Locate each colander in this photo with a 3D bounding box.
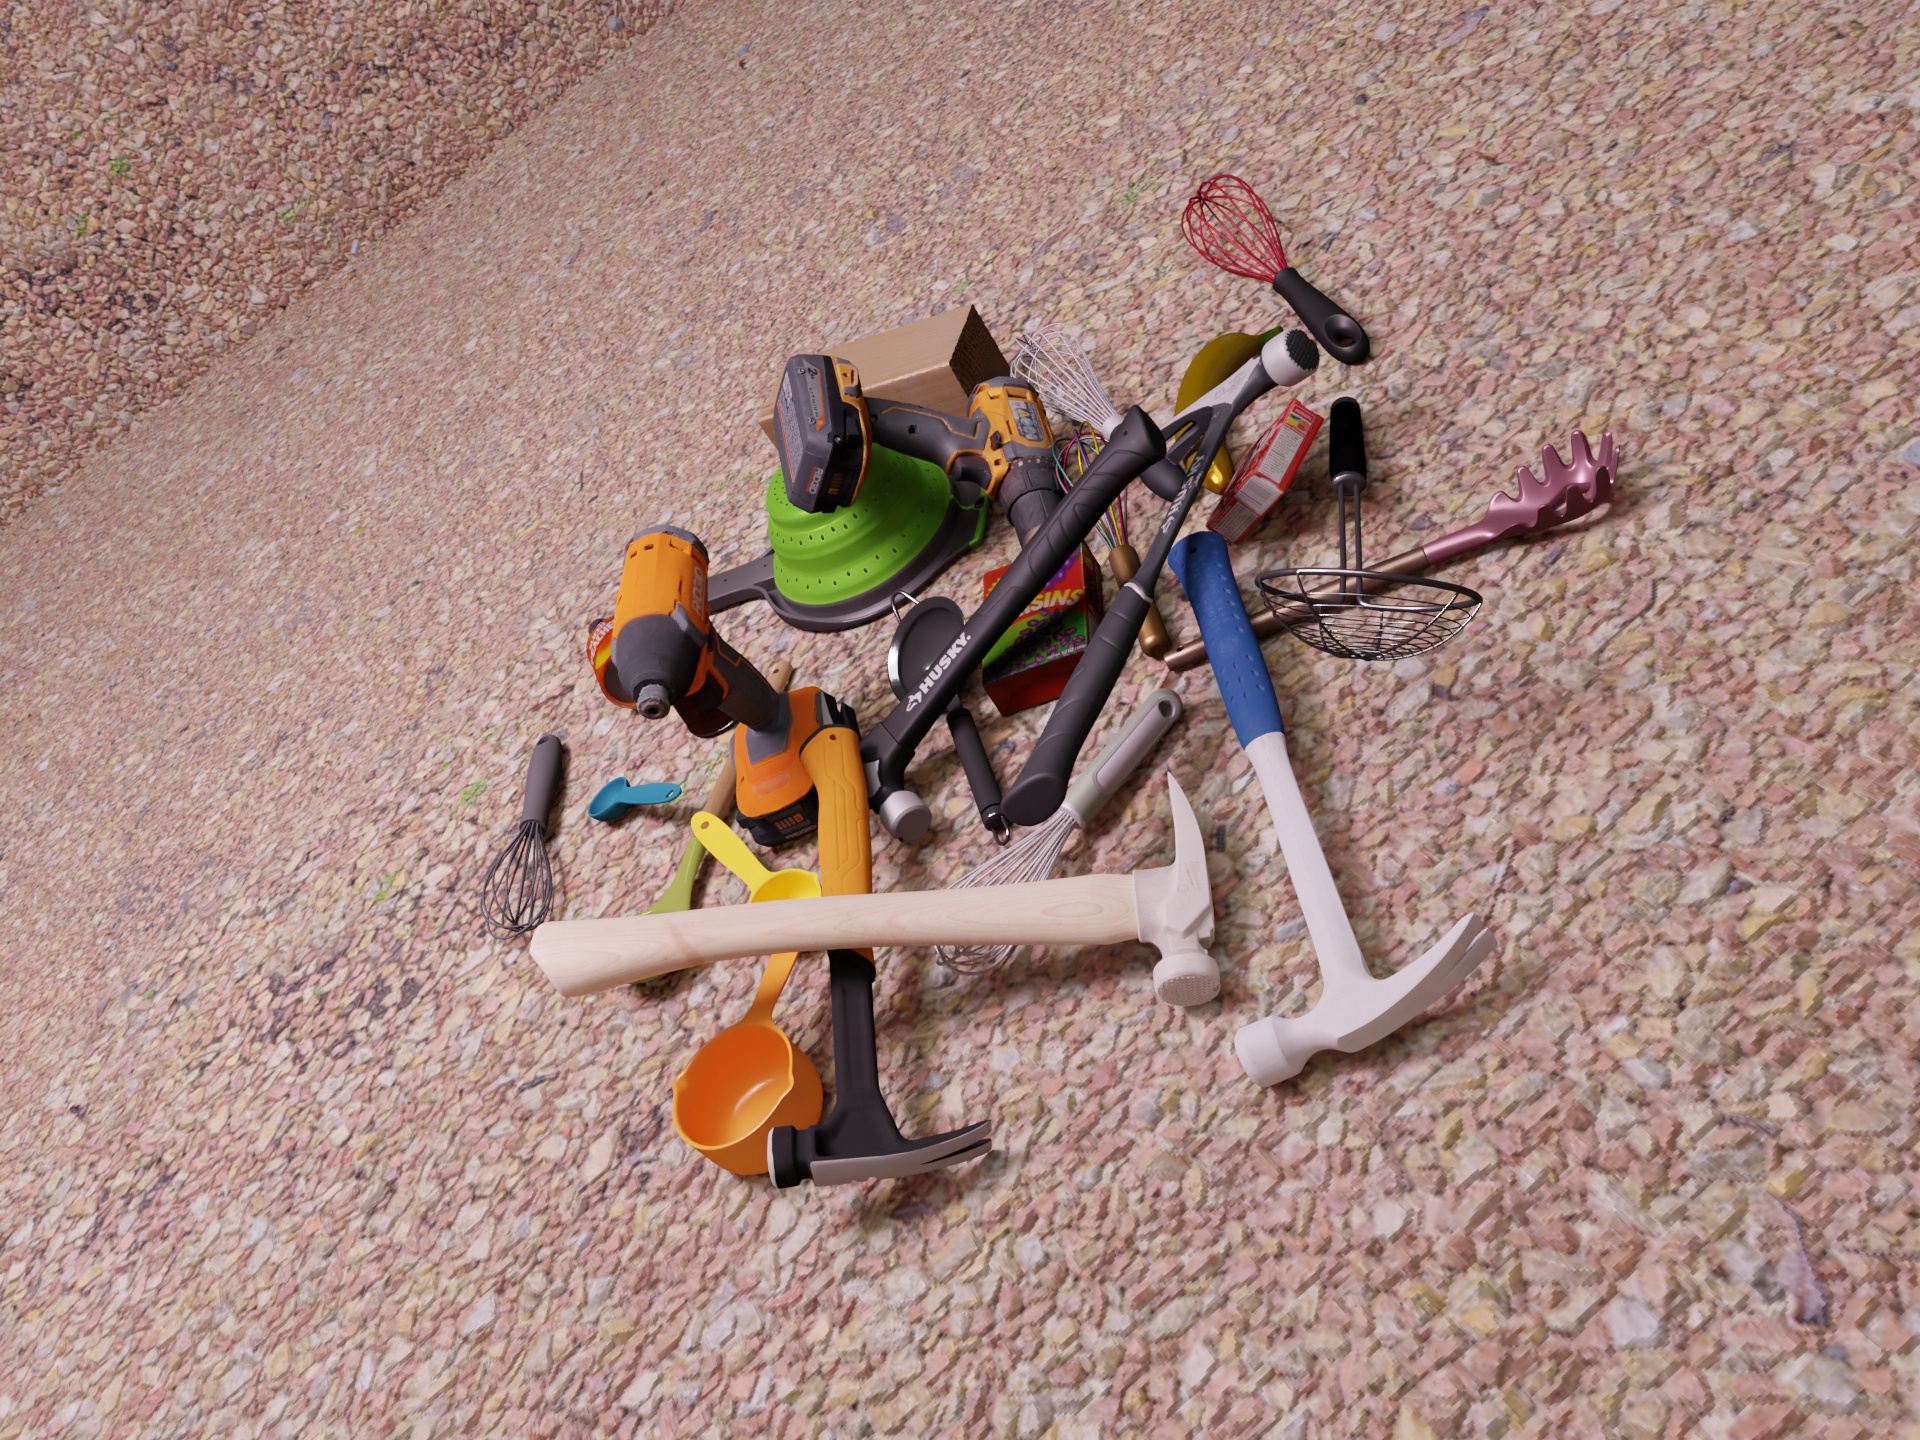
[{"bbox_3d":[-0.170,-0.159,1.384,0.397,0.094,0.205,-17,43,22],"label":"colander"}]

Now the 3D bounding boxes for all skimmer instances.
[{"bbox_3d":[0.256,-0.148,1.020,0.127,0.090,0.364,6,37,8],"label":"skimmer"}]

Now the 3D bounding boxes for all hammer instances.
[{"bbox_3d":[-0.062,0.131,1.003,0.127,0.034,0.337,-7,47,-2],"label":"hammer"},{"bbox_3d":[-0.056,0.114,0.962,0.410,0.038,0.146,-5,50,6],"label":"hammer"},{"bbox_3d":[0.120,-0.096,1.055,0.149,0.036,0.409,-28,28,54],"label":"hammer"},{"bbox_3d":[0.192,0.020,0.961,0.144,0.035,0.406,-29,41,19],"label":"hammer"},{"bbox_3d":[0.026,-0.081,1.115,0.335,0.035,0.146,-51,44,8],"label":"hammer"}]

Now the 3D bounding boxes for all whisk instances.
[{"bbox_3d":[0.260,-0.373,1.320,0.073,0.073,0.296,-32,46,6],"label":"whisk"},{"bbox_3d":[0.114,-0.141,1.184,0.047,0.051,0.245,-51,37,35],"label":"whisk"},{"bbox_3d":[0.066,0.067,1.025,0.246,0.057,0.059,-47,10,-20],"label":"whisk"},{"bbox_3d":[-0.355,0.090,1.314,0.055,0.055,0.239,-25,36,14],"label":"whisk"},{"bbox_3d":[0.115,-0.253,1.304,0.070,0.070,0.285,-35,44,1],"label":"whisk"}]

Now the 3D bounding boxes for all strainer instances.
[{"bbox_3d":[-0.002,-0.004,1.150,0.087,0.050,0.259,-48,40,25],"label":"strainer"}]

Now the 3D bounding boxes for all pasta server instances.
[{"bbox_3d":[0.277,-0.103,1.046,0.316,0.040,0.060,-23,31,18],"label":"pasta server"}]

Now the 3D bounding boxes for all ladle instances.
[{"bbox_3d":[-0.195,0.064,1.212,0.078,0.062,0.320,-5,46,30],"label":"ladle"}]

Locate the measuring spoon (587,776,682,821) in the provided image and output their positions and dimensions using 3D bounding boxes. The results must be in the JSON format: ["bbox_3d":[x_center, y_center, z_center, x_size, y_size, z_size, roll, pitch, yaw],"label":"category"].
[{"bbox_3d":[-0.253,0.065,1.264,0.129,0.021,0.042,-5,44,48],"label":"measuring spoon"}]

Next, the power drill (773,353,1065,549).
[{"bbox_3d":[-0.022,-0.202,1.253,0.226,0.084,0.186,2,50,-21],"label":"power drill"}]

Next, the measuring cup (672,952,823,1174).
[{"bbox_3d":[-0.117,0.206,1.015,0.095,0.052,0.174,-7,45,31],"label":"measuring cup"}]

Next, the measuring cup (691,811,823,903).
[{"bbox_3d":[-0.146,0.111,1.132,0.062,0.029,0.157,-43,47,-10],"label":"measuring cup"}]

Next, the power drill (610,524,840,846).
[{"bbox_3d":[-0.165,-0.011,1.126,0.084,0.226,0.164,-23,41,16],"label":"power drill"}]
